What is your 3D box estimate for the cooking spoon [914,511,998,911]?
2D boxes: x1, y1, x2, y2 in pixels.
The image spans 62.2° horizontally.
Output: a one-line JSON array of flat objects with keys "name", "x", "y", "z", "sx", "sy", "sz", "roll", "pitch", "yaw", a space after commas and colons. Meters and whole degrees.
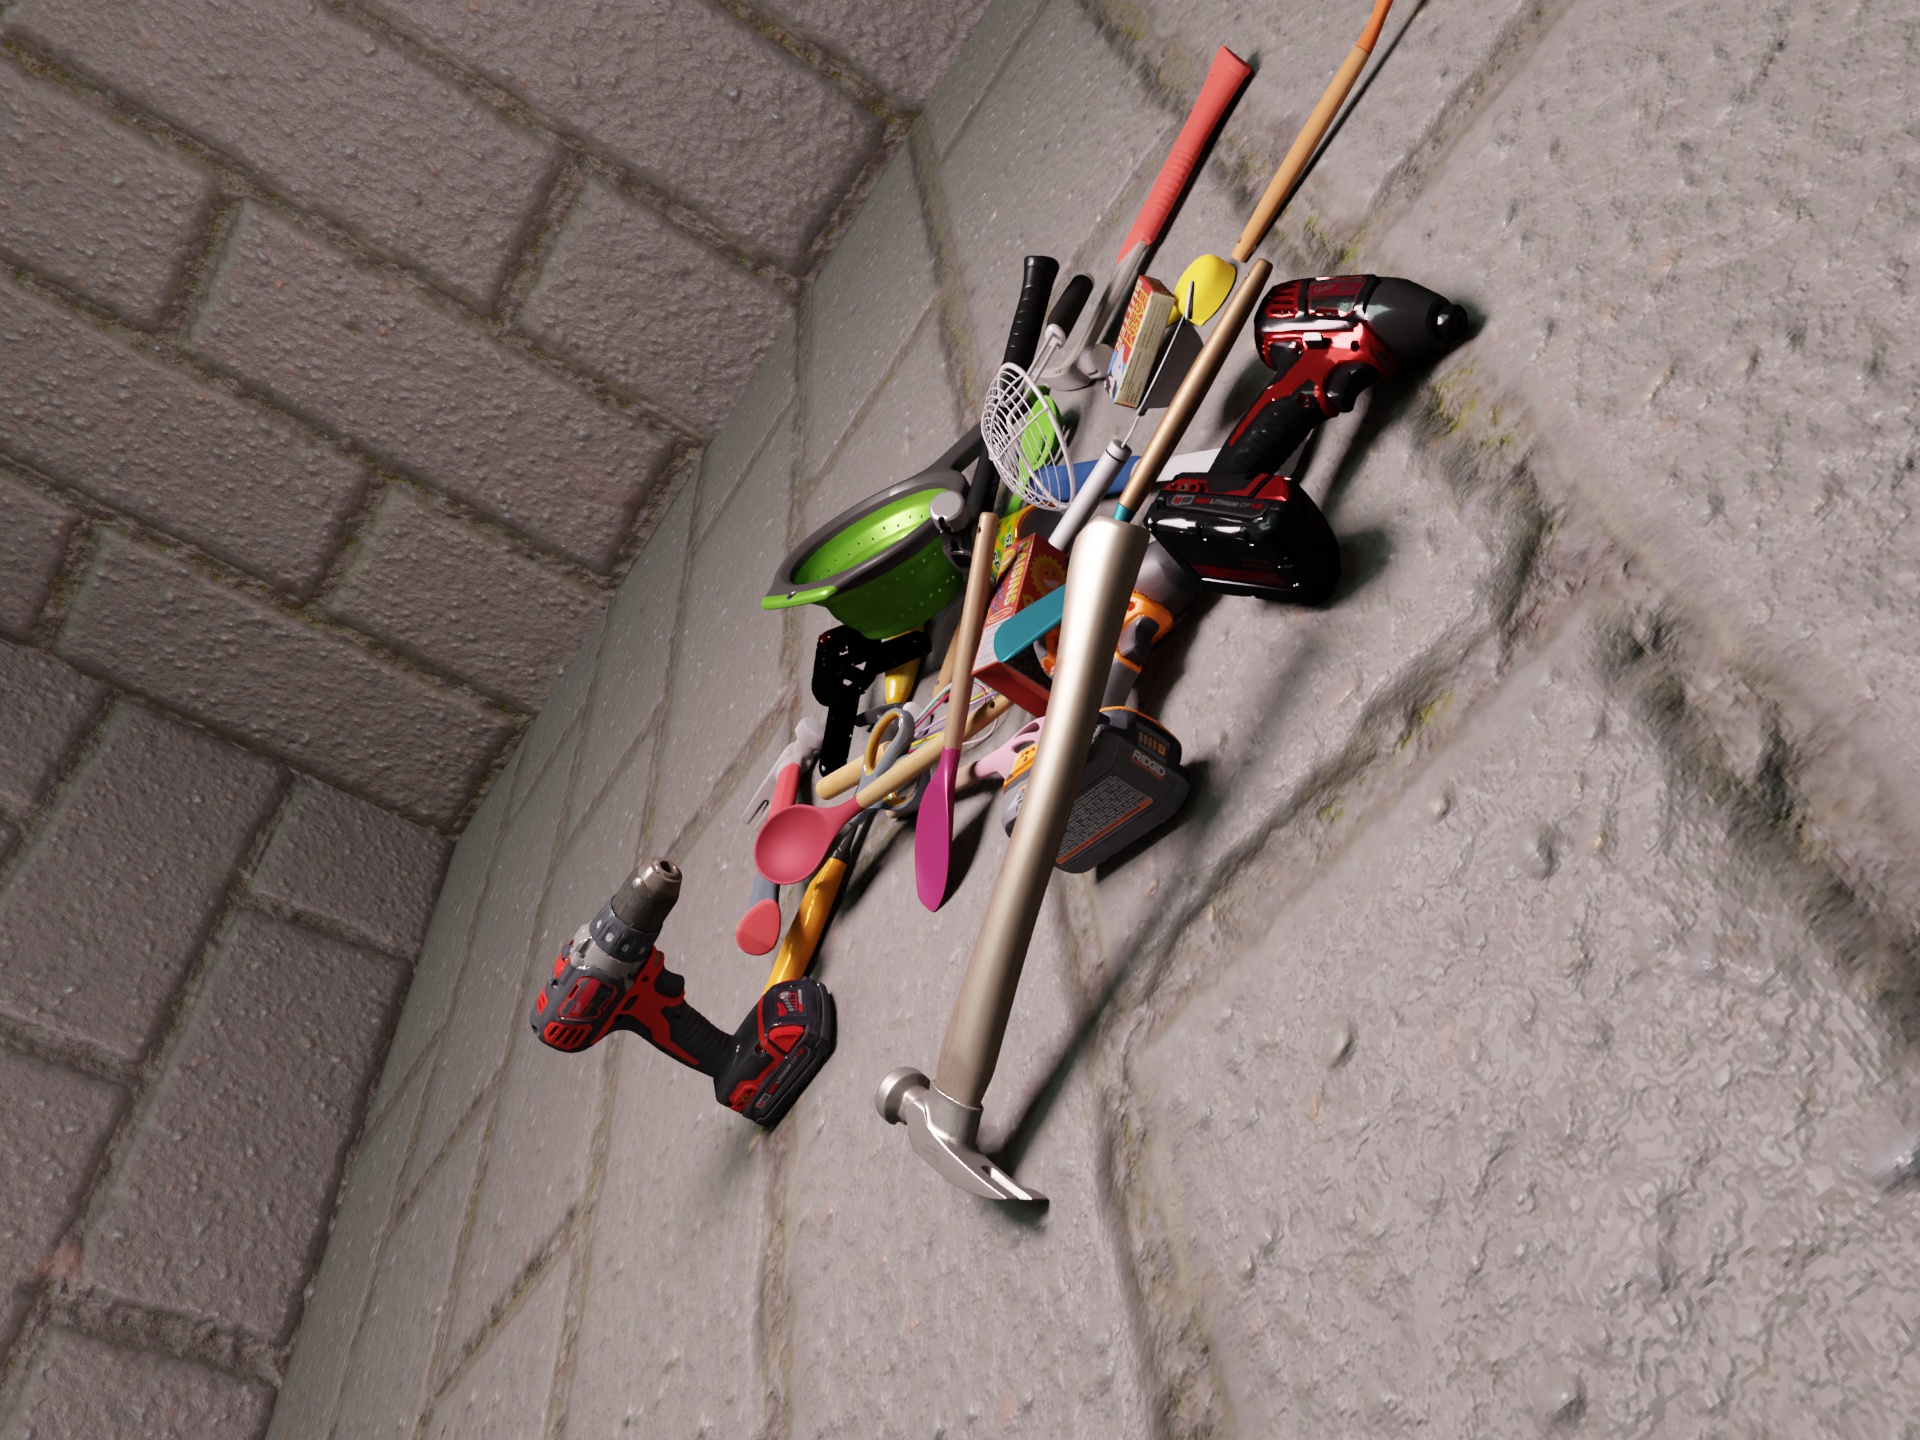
[{"name": "cooking spoon", "x": -0.002, "y": -0.004, "z": 1.241, "sx": 0.069, "sy": 0.017, "sz": 0.319, "roll": -146, "pitch": 62, "yaw": -62}]

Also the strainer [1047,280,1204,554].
[{"name": "strainer", "x": 0.128, "y": -0.213, "z": 1.220, "sx": 0.258, "sy": 0.050, "sz": 0.087, "roll": -57, "pitch": 1, "yaw": 29}]

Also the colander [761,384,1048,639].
[{"name": "colander", "x": -0.018, "y": -0.191, "z": 1.526, "sx": 0.204, "sy": 0.094, "sz": 0.397, "roll": -4, "pitch": 35, "yaw": 48}]

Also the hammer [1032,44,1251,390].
[{"name": "hammer", "x": 0.181, "y": -0.485, "z": 1.542, "sx": 0.359, "sy": 0.036, "sz": 0.149, "roll": -63, "pitch": 21, "yaw": -2}]

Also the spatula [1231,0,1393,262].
[{"name": "spatula", "x": 0.318, "y": -0.513, "z": 1.283, "sx": 0.322, "sy": 0.041, "sz": 0.081, "roll": -59, "pitch": 21, "yaw": 19}]

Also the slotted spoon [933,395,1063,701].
[{"name": "slotted spoon", "x": 0.035, "y": -0.161, "z": 1.487, "sx": 0.070, "sy": 0.031, "sz": 0.314, "roll": -8, "pitch": 58, "yaw": 65}]

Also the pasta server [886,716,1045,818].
[{"name": "pasta server", "x": 0.011, "y": 0.049, "z": 1.285, "sx": 0.316, "sy": 0.040, "sz": 0.060, "roll": -29, "pitch": 38, "yaw": 61}]

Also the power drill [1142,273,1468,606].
[{"name": "power drill", "x": 0.221, "y": -0.187, "z": 1.003, "sx": 0.143, "sy": 0.078, "sz": 0.220, "roll": 14, "pitch": 70, "yaw": 47}]

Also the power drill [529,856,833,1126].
[{"name": "power drill", "x": -0.215, "y": 0.221, "z": 1.304, "sx": 0.188, "sy": 0.226, "sz": 0.080, "roll": -54, "pitch": 22, "yaw": 20}]

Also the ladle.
[{"name": "ladle", "x": -0.066, "y": 0.054, "z": 1.326, "sx": 0.315, "sy": 0.031, "sz": 0.069, "roll": -35, "pitch": 63, "yaw": 36}]

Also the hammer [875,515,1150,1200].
[{"name": "hammer", "x": 0.049, "y": 0.081, "z": 0.963, "sx": 0.146, "sy": 0.038, "sz": 0.410, "roll": 23, "pitch": 99, "yaw": 53}]

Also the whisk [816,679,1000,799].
[{"name": "whisk", "x": -0.048, "y": 0.021, "z": 1.383, "sx": 0.245, "sy": 0.051, "sz": 0.047, "roll": -29, "pitch": 46, "yaw": 40}]

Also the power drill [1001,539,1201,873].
[{"name": "power drill", "x": 0.109, "y": -0.025, "z": 1.078, "sx": 0.164, "sy": 0.084, "sz": 0.227, "roll": -40, "pitch": 26, "yaw": 41}]

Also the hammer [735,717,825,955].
[{"name": "hammer", "x": -0.187, "y": 0.129, "z": 1.547, "sx": 0.143, "sy": 0.038, "sz": 0.387, "roll": -56, "pitch": 13, "yaw": 18}]

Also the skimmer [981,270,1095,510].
[{"name": "skimmer", "x": 0.095, "y": -0.310, "z": 1.385, "sx": 0.090, "sy": 0.127, "sz": 0.363, "roll": -3, "pitch": 37, "yaw": 23}]

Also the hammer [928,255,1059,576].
[{"name": "hammer", "x": 0.043, "y": -0.283, "z": 1.444, "sx": 0.035, "sy": 0.146, "sz": 0.335, "roll": 5, "pitch": 66, "yaw": 21}]

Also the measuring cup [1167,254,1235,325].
[{"name": "measuring cup", "x": 0.183, "y": -0.366, "z": 1.394, "sx": 0.156, "sy": 0.029, "sz": 0.062, "roll": -6, "pitch": 58, "yaw": 63}]

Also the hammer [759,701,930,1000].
[{"name": "hammer", "x": -0.124, "y": 0.139, "z": 1.467, "sx": 0.127, "sy": 0.034, "sz": 0.337, "roll": -11, "pitch": 53, "yaw": 63}]

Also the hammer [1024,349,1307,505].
[{"name": "hammer", "x": 0.151, "y": -0.201, "z": 1.257, "sx": 0.144, "sy": 0.035, "sz": 0.406, "roll": -64, "pitch": 21, "yaw": -5}]

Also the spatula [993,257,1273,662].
[{"name": "spatula", "x": 0.118, "y": -0.173, "z": 1.084, "sx": 0.317, "sy": 0.044, "sz": 0.082, "roll": -61, "pitch": 10, "yaw": 16}]
